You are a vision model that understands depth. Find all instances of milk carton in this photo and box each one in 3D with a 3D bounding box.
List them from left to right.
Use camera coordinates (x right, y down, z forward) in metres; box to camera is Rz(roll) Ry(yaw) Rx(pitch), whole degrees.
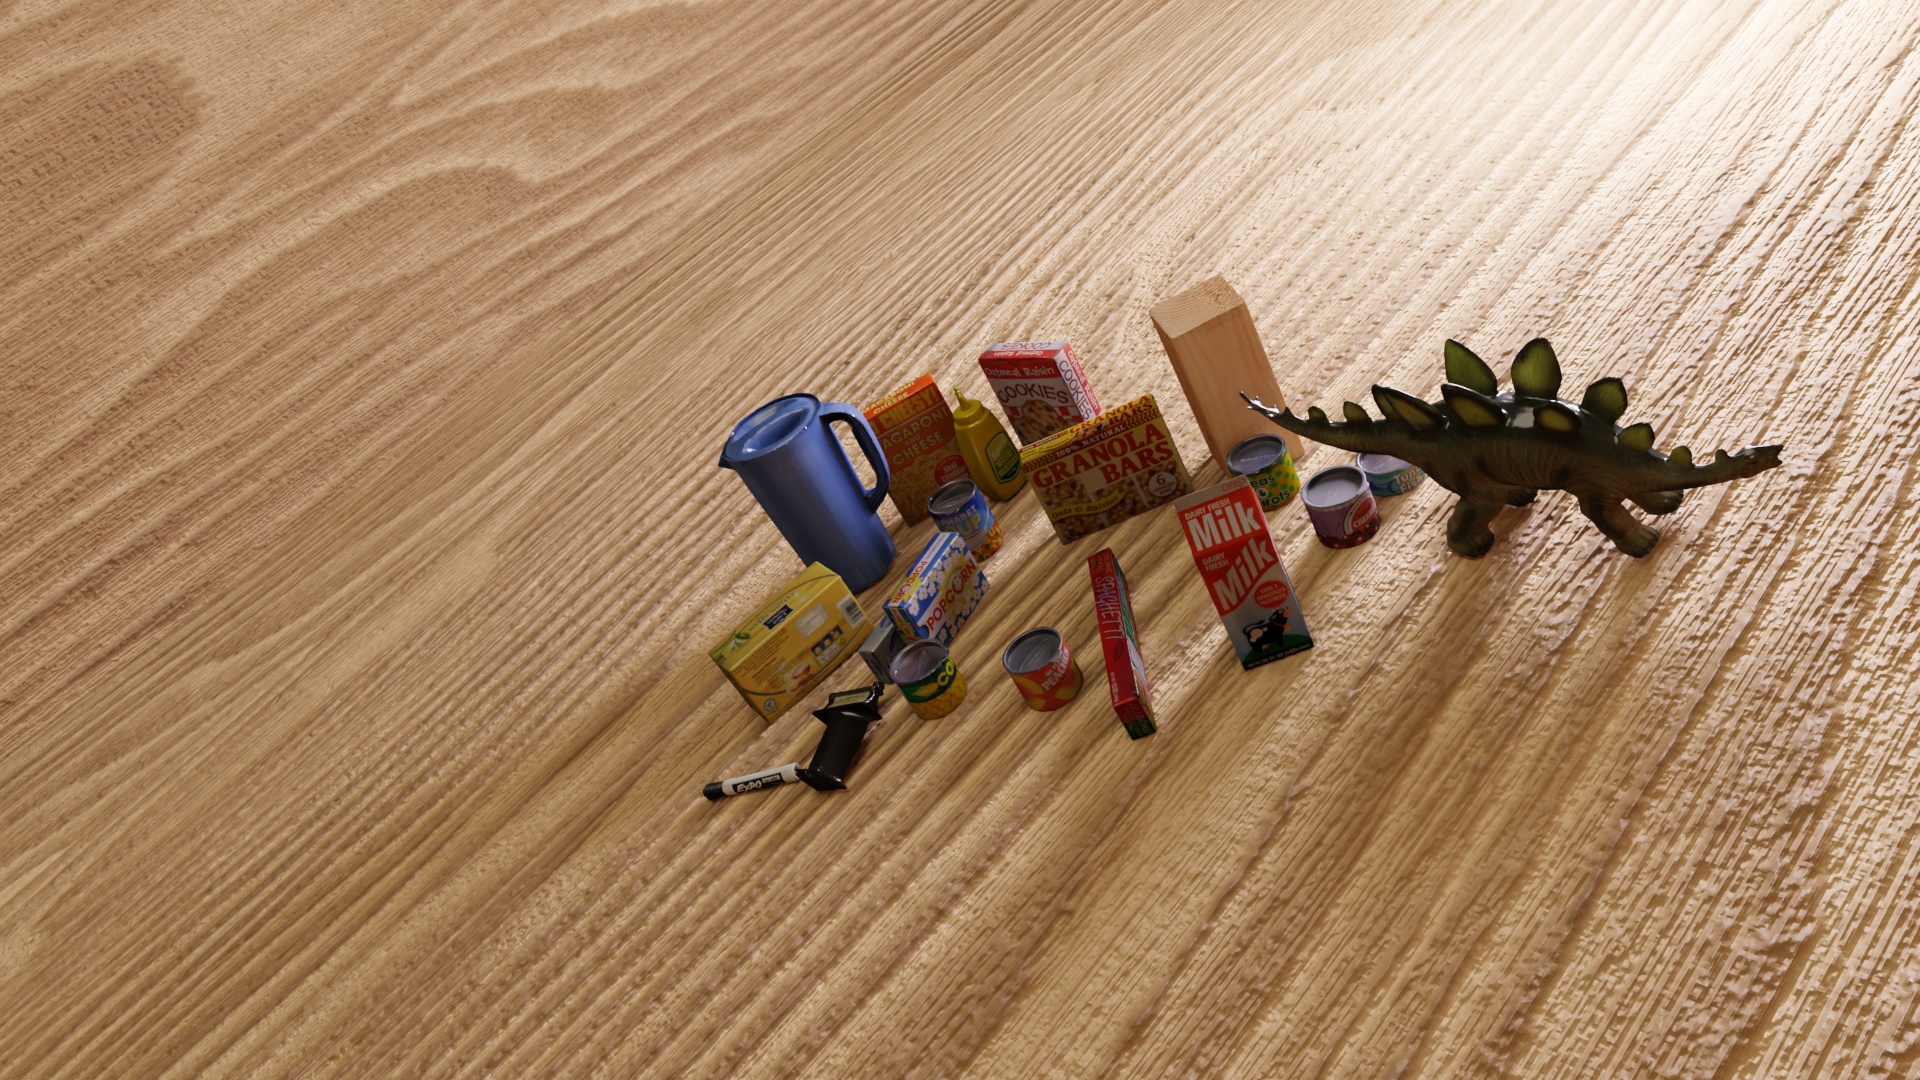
[{"bbox_3d":[0.262,0.023,1.293,0.072,0.190,0.074,-22,32,13],"label":"milk carton"}]

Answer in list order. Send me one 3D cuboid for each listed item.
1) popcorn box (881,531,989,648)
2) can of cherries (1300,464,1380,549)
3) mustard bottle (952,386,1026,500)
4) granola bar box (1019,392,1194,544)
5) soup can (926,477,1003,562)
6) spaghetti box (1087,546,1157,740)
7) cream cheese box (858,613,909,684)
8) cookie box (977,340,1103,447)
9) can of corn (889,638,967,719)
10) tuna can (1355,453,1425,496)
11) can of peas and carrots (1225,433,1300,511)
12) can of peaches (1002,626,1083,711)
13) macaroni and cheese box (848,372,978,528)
[{"bbox_3d":[-0.026,0.062,1.574,0.038,0.085,0.127,0,42,40],"label":"popcorn box"},{"bbox_3d":[0.385,-0.033,1.400,0.071,0.058,0.072,-21,32,14],"label":"can of cherries"},{"bbox_3d":[0.028,-0.124,1.726,0.049,0.159,0.065,9,48,47],"label":"mustard bottle"},{"bbox_3d":[0.166,-0.081,1.584,0.165,0.123,0.039,-23,32,12],"label":"granola bar box"},{"bbox_3d":[0.006,-0.021,1.669,0.071,0.083,0.072,-21,32,14],"label":"soup can"},{"bbox_3d":[0.161,0.098,1.403,0.028,0.050,0.251,-22,32,13],"label":"spaghetti box"},{"bbox_3d":[-0.070,0.108,1.575,0.024,0.053,0.104,0,42,40],"label":"cream cheese box"},{"bbox_3d":[0.109,-0.168,1.715,0.123,0.166,0.040,5,45,44],"label":"cookie box"},{"bbox_3d":[-0.031,0.148,1.482,0.071,0.058,0.071,-21,32,14],"label":"can of corn"},{"bbox_3d":[0.447,-0.077,1.437,0.071,0.032,0.071,-21,32,14],"label":"tuna can"},{"bbox_3d":[0.328,-0.071,1.502,0.071,0.058,0.071,-21,32,14],"label":"can of peas and carrots"},{"bbox_3d":[0.086,0.131,1.410,0.071,0.058,0.071,-21,32,14],"label":"can of peaches"},{"bbox_3d":[-0.053,-0.114,1.772,0.124,0.166,0.040,-30,31,0],"label":"macaroni and cheese box"}]
